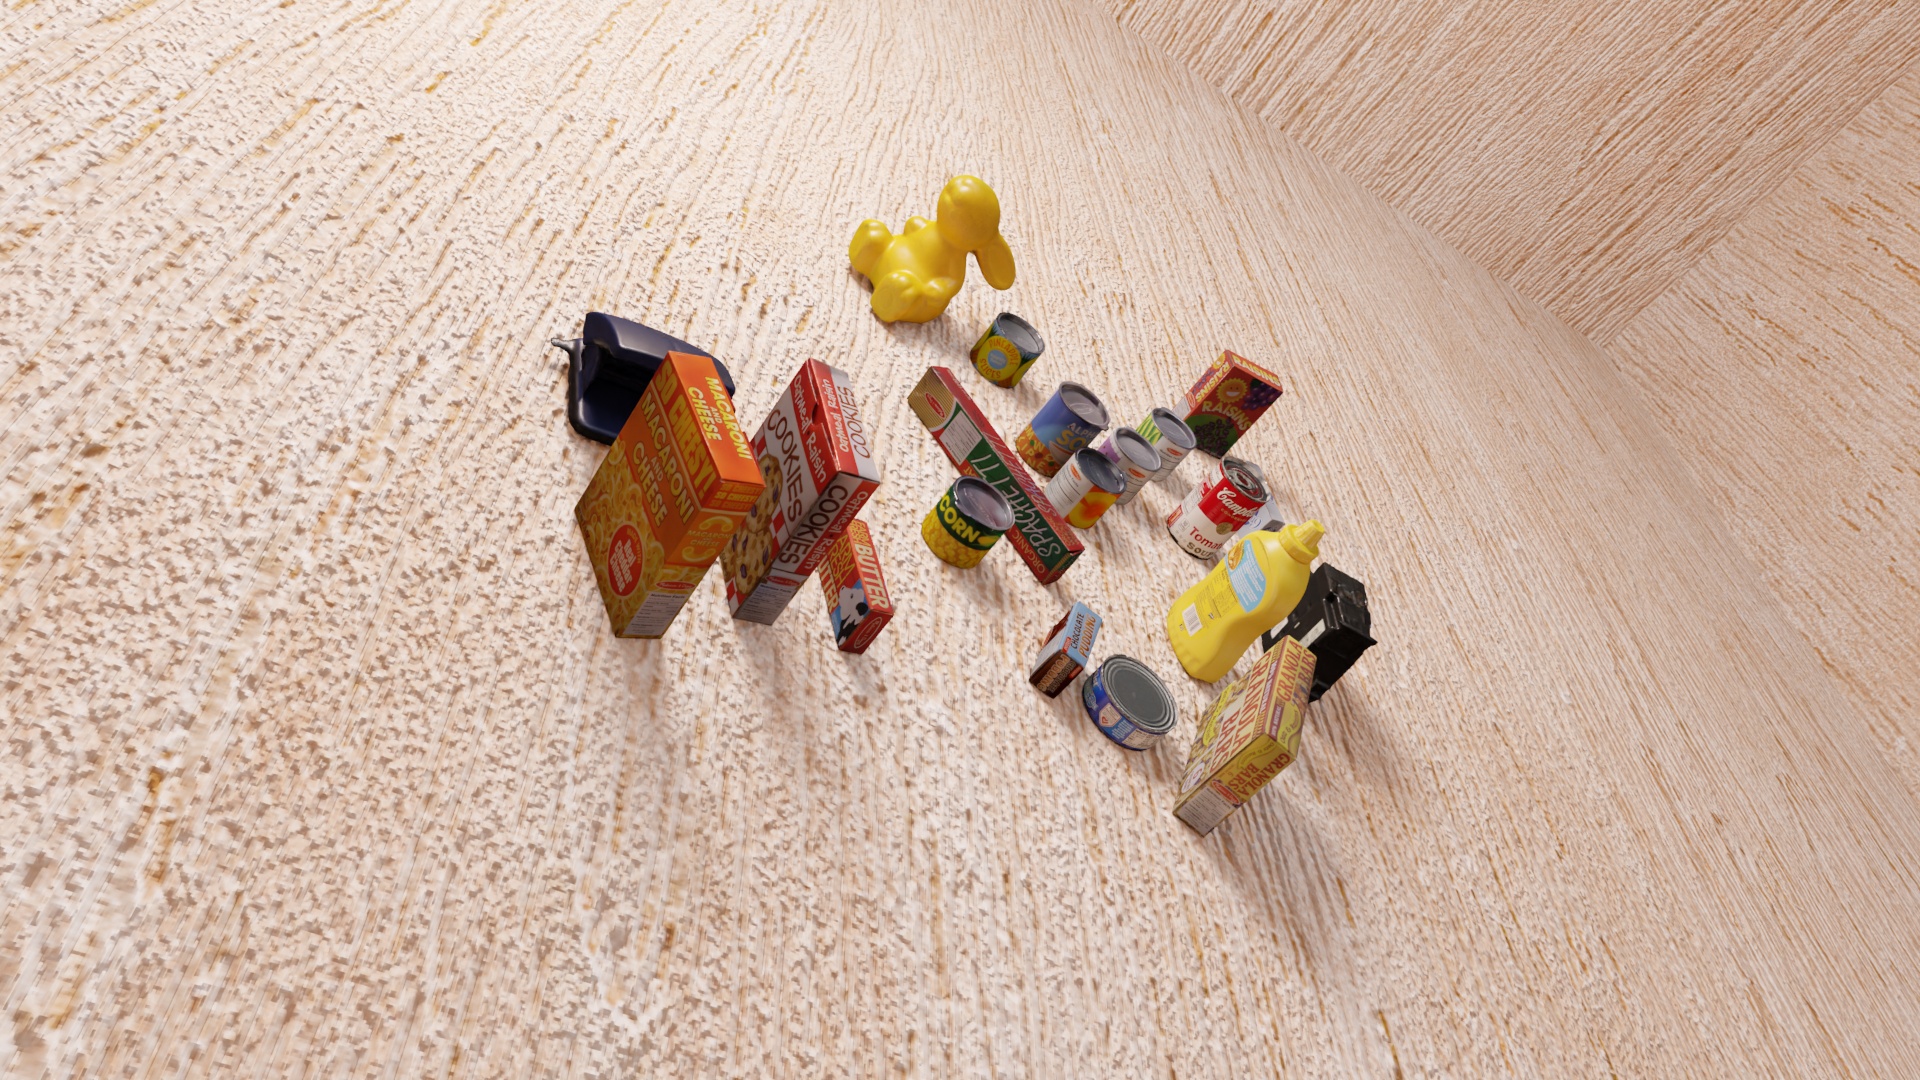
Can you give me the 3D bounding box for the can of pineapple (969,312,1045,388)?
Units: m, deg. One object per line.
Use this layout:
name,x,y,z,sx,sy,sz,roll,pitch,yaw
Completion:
can of pineapple,0.052,-0.212,1.557,0.071,0.057,0.071,27,35,-20

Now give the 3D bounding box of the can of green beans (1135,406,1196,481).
can of green beans,0.231,-0.111,1.616,0.071,0.057,0.071,27,35,-20

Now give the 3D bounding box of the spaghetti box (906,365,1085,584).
spaghetti box,0.032,-0.067,1.367,0.029,0.050,0.250,-8,55,-50

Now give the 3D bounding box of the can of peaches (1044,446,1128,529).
can of peaches,0.131,-0.054,1.445,0.071,0.057,0.071,27,35,-20

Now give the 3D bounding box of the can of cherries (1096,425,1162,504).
can of cherries,0.178,-0.083,1.527,0.071,0.058,0.072,27,35,-20

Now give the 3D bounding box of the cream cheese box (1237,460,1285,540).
cream cheese box,0.346,-0.041,1.651,0.024,0.053,0.104,20,37,-29

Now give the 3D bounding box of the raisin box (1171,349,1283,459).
raisin box,0.326,-0.168,1.720,0.086,0.122,0.040,23,36,-25

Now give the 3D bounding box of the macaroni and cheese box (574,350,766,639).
macaroni and cheese box,-0.207,-0.030,0.973,0.040,0.165,0.124,6,45,-42

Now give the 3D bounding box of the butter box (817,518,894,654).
butter box,-0.087,0.035,1.121,0.024,0.053,0.104,15,40,-34

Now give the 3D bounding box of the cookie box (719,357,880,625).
cookie box,-0.131,-0.036,1.056,0.040,0.166,0.123,15,40,-35

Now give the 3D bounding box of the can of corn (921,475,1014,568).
can of corn,0.005,-0.016,1.270,0.071,0.058,0.071,27,35,-20

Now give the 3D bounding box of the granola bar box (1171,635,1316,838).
granola bar box,0.254,0.171,1.235,0.039,0.123,0.166,39,32,-2

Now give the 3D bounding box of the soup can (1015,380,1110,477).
soup can,0.109,-0.115,1.473,0.071,0.083,0.072,27,35,-20

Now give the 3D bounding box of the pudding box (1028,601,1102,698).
pudding box,0.094,0.096,1.233,0.030,0.049,0.084,37,32,-5
